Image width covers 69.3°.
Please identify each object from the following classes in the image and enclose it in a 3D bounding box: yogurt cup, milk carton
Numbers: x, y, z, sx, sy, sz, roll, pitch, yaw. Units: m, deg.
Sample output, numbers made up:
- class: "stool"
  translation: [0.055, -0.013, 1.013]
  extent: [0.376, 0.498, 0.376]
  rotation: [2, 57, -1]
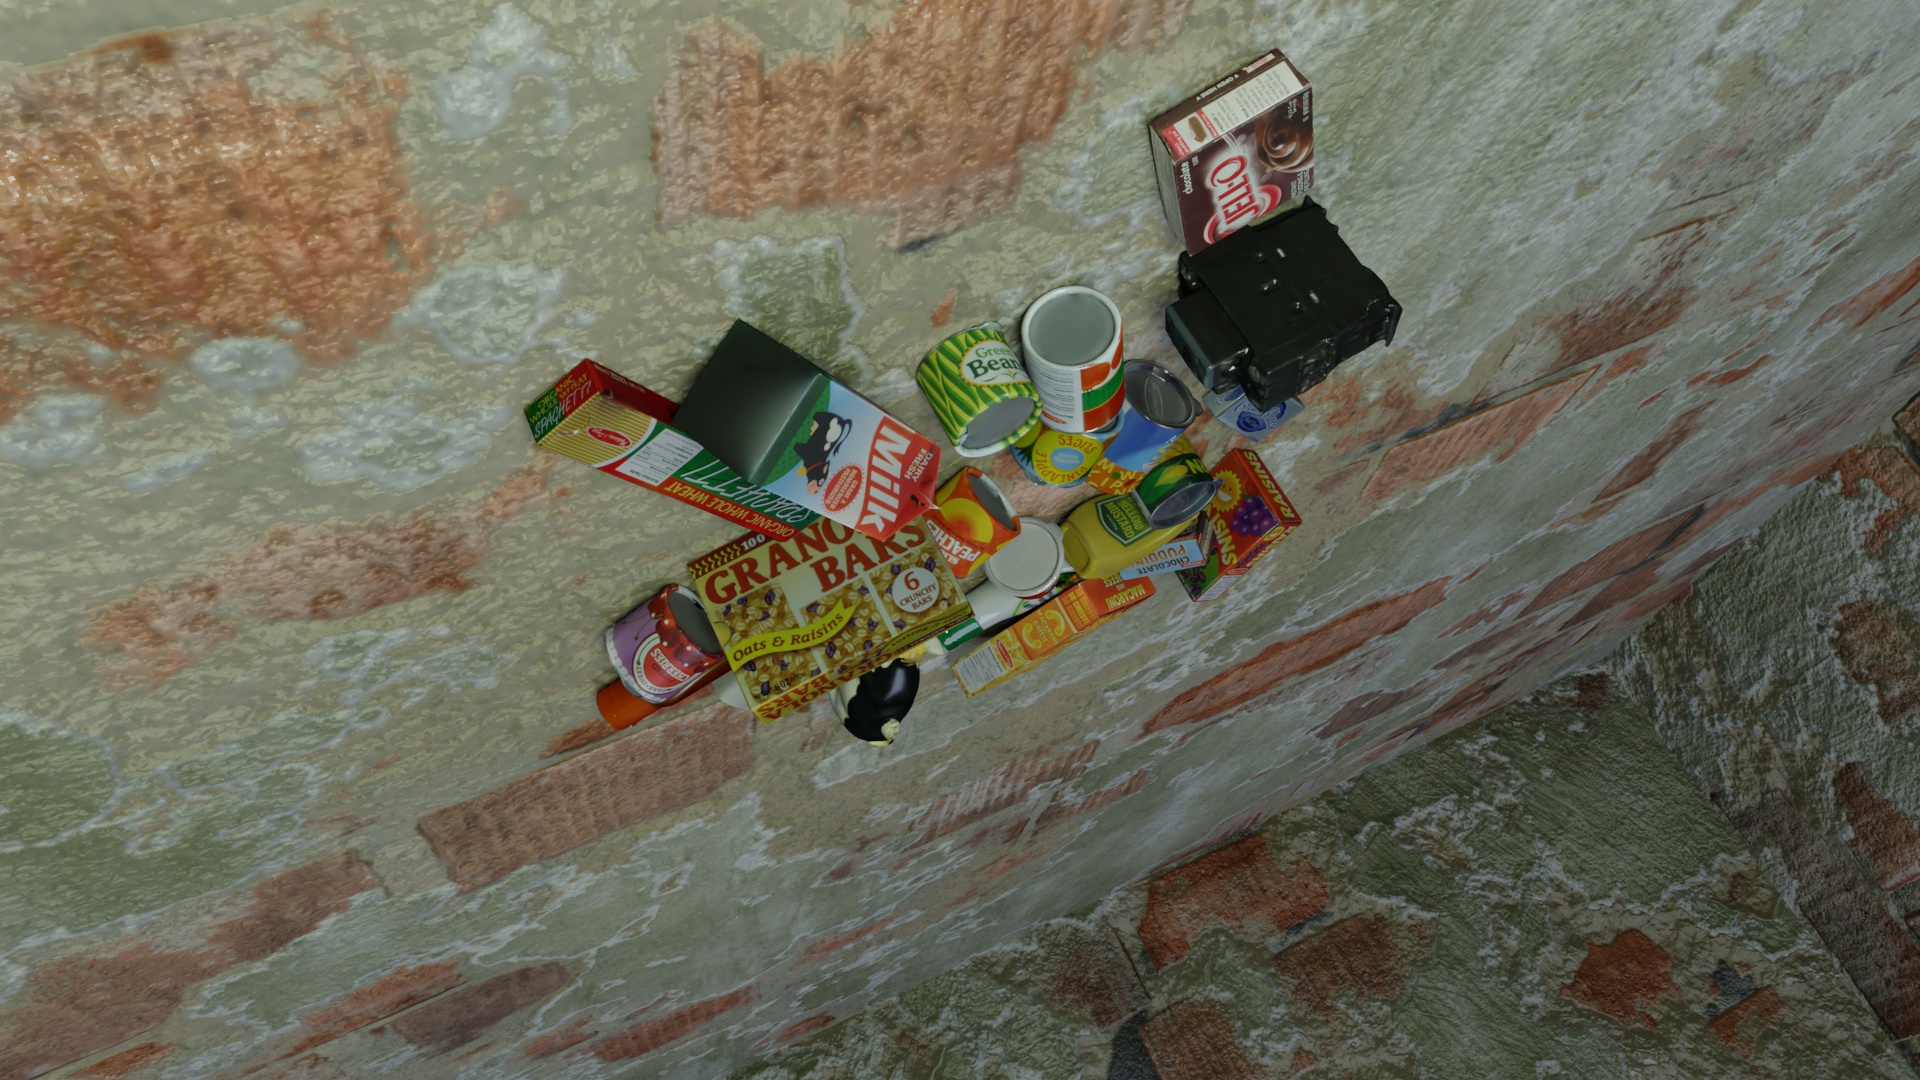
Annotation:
- class: "yogurt cup"
  translation: [0.056, 0.019, 1.172]
  extent: [0.072, 0.072, 0.054]
  rotation: [-29, 163, 1]
- class: "milk carton"
  translation: [-0.078, -0.057, 0.844]
  extent: [0.073, 0.072, 0.190]
  rotation: [-57, 152, 3]

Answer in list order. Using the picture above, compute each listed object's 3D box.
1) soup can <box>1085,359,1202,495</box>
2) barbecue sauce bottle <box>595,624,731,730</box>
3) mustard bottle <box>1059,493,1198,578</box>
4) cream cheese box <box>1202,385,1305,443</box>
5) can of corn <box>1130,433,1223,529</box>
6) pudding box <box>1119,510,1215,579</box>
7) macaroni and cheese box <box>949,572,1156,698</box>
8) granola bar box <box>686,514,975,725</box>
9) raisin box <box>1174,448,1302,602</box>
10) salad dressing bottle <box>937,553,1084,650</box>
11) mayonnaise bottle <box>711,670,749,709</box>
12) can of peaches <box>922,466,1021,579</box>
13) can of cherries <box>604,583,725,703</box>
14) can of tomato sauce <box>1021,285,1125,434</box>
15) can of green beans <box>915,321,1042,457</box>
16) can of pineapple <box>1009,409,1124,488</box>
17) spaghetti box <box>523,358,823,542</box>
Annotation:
- class: "soup can"
  translation: [0.130, -0.083, 1.045]
  extent: [0.071, 0.071, 0.083]
  rotation: [-9, 150, -36]
- class: "barbecue sauce bottle"
  translation: [-0.206, 0.093, 1.053]
  extent: [0.148, 0.043, 0.065]
  rotation: [-31, 180, 9]
- class: "mustard bottle"
  translation: [0.160, -0.021, 1.212]
  extent: [0.161, 0.065, 0.048]
  rotation: [-25, 160, -28]
- class: "cream cheese box"
  translation: [0.246, -0.115, 1.162]
  extent: [0.053, 0.024, 0.104]
  rotation: [-39, 154, 20]
- class: "can of corn"
  translation: [0.175, -0.053, 1.164]
  extent: [0.071, 0.058, 0.071]
  rotation: [-23, 155, -12]
- class: "pudding box"
  translation: [0.184, 0.005, 1.256]
  extent: [0.083, 0.050, 0.030]
  rotation: [-12, 120, 29]
- class: "macaroni and cheese box"
  translation: [0.088, 0.083, 1.303]
  extent: [0.166, 0.040, 0.124]
  rotation: [-35, 170, 32]
- class: "granola bar box"
  translation: [-0.092, 0.035, 0.969]
  extent: [0.166, 0.124, 0.039]
  rotation: [-27, 155, -4]
- class: "raisin box"
  translation: [0.242, -0.013, 1.279]
  extent: [0.040, 0.086, 0.122]
  rotation: [1, 142, -43]
- class: "salad dressing bottle"
  translation: [0.043, 0.046, 1.234]
  extent: [0.147, 0.044, 0.064]
  rotation: [-30, 160, 4]
- class: "mayonnaise bottle"
  translation: [-0.130, 0.081, 1.121]
  extent: [0.148, 0.041, 0.064]
  rotation: [-36, 156, 12]
- class: "can of peaches"
  translation: [0.004, -0.013, 1.046]
  extent: [0.058, 0.071, 0.071]
  rotation: [-38, 154, 18]
- class: "can of cherries"
  translation: [-0.208, 0.074, 0.986]
  extent: [0.058, 0.072, 0.071]
  rotation: [-35, 155, 12]
- class: "can of tomato sauce"
  translation: [0.077, -0.121, 0.921]
  extent: [0.071, 0.071, 0.082]
  rotation: [-27, 155, -5]
- class: "can of green beans"
  translation: [0.013, -0.096, 0.907]
  extent: [0.071, 0.058, 0.071]
  rotation: [-24, 155, -12]
- class: "can of pineapple"
  translation: [0.076, -0.079, 0.995]
  extent: [0.071, 0.071, 0.057]
  rotation: [-10, 149, -35]
- class: "spaghetti box"
  translation: [-0.161, -0.047, 0.852]
  extent: [0.050, 0.029, 0.250]
  rotation: [-36, 155, 14]
